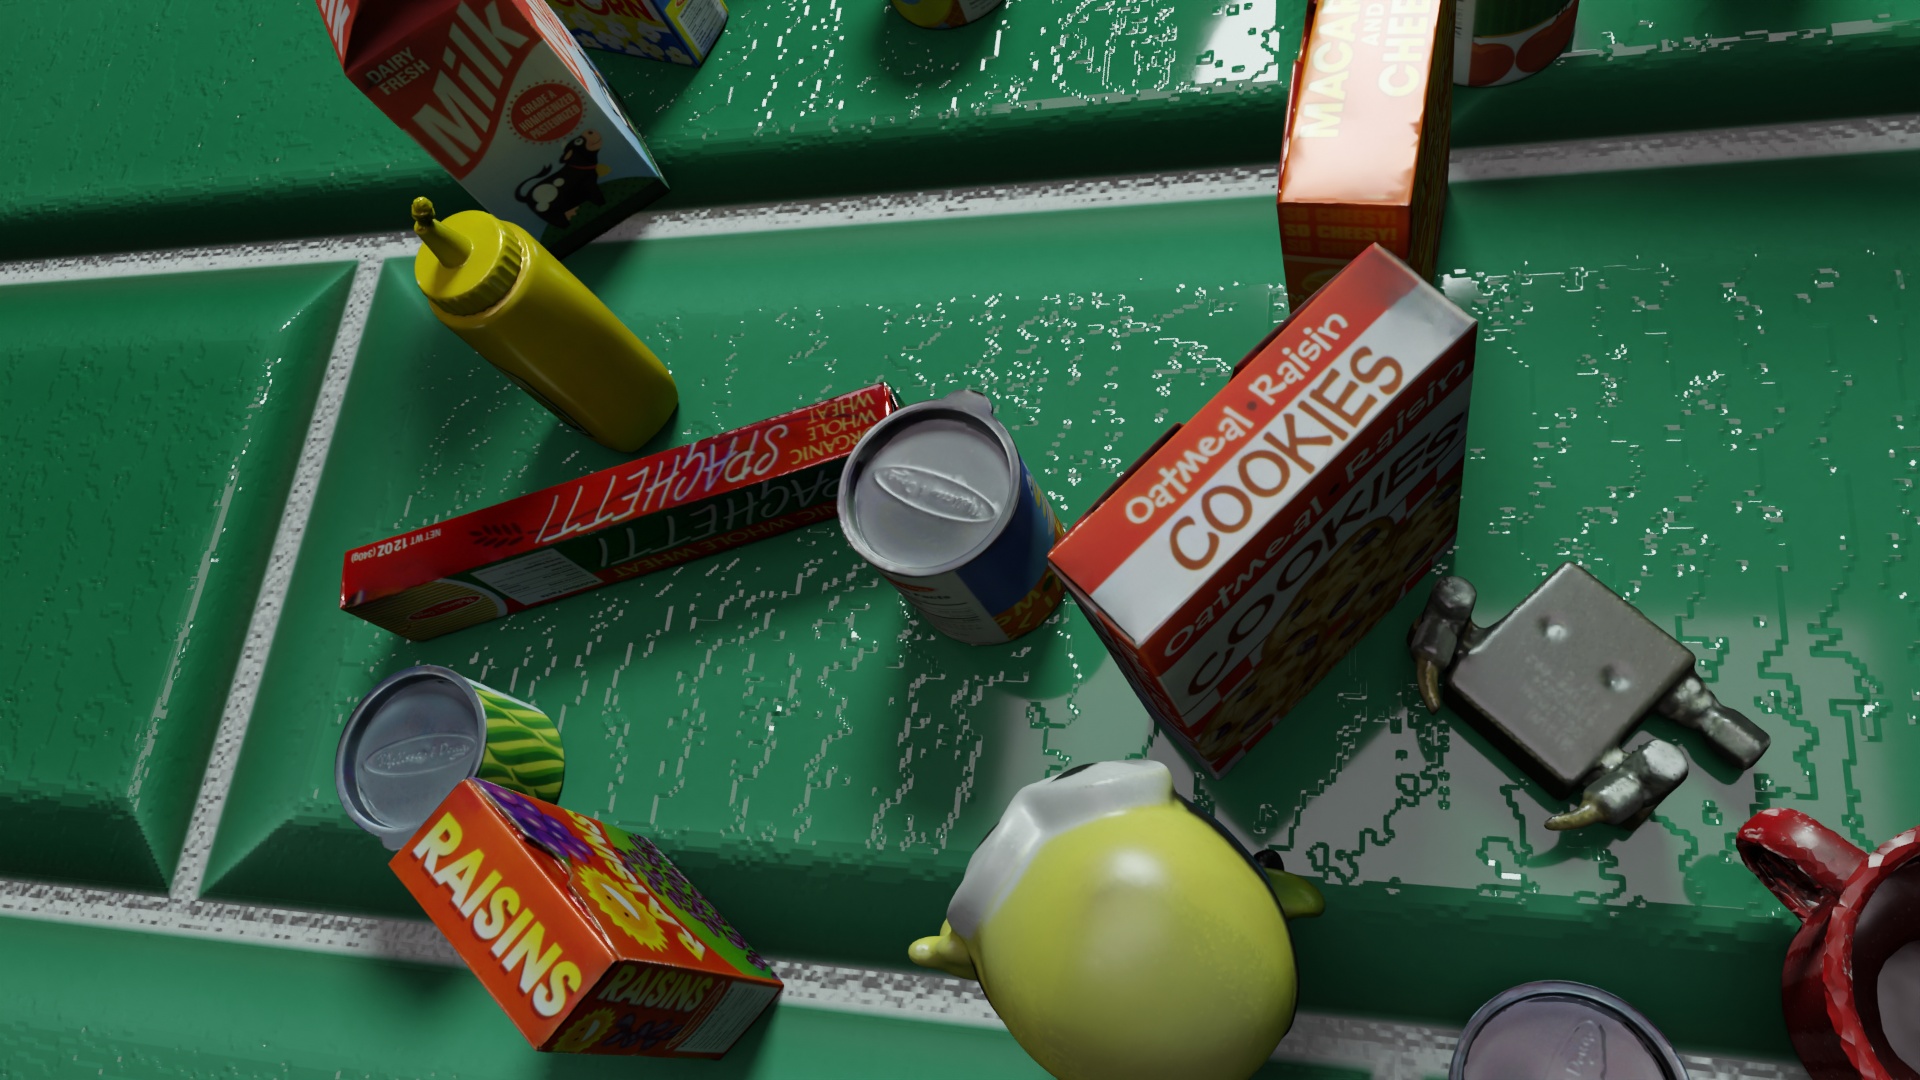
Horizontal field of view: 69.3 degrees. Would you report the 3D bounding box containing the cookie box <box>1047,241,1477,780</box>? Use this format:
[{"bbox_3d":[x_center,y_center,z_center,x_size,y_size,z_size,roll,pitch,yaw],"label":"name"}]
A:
[{"bbox_3d":[0.099,0.002,0.430,0.123,0.167,0.040,-44,63,-3],"label":"cookie box"}]

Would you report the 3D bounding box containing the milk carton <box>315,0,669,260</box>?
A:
[{"bbox_3d":[-0.211,-0.209,0.600,0.073,0.190,0.072,-31,63,4],"label":"milk carton"}]

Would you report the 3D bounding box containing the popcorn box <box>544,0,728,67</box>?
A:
[{"bbox_3d":[-0.188,-0.283,0.683,0.127,0.085,0.038,18,75,23],"label":"popcorn box"}]

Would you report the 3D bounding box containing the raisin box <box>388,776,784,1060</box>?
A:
[{"bbox_3d":[-0.122,0.132,0.471,0.086,0.123,0.040,39,85,27],"label":"raisin box"}]

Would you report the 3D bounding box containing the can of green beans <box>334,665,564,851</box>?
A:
[{"bbox_3d":[-0.201,0.089,0.550,0.071,0.057,0.071,-6,67,15],"label":"can of green beans"}]

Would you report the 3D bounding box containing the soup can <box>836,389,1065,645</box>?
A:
[{"bbox_3d":[0.002,-0.006,0.511,0.071,0.083,0.071,-6,67,15],"label":"soup can"}]

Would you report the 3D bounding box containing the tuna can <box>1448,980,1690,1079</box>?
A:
[{"bbox_3d":[0.182,0.167,0.412,0.071,0.032,0.071,-6,67,15],"label":"tuna can"}]

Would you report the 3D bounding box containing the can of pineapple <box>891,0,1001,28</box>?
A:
[{"bbox_3d":[-0.012,-0.282,0.642,0.071,0.057,0.071,-6,67,15],"label":"can of pineapple"}]

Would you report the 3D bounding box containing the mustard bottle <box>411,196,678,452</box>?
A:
[{"bbox_3d":[-0.173,-0.089,0.557,0.065,0.160,0.049,34,83,26],"label":"mustard bottle"}]

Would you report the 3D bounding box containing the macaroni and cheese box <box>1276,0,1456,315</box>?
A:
[{"bbox_3d":[0.139,-0.117,0.466,0.040,0.166,0.124,7,72,20],"label":"macaroni and cheese box"}]

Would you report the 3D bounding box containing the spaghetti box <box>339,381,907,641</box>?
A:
[{"bbox_3d":[-0.133,-0.008,0.573,0.250,0.050,0.029,-16,65,11],"label":"spaghetti box"}]

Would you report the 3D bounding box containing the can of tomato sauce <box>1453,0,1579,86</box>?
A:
[{"bbox_3d":[0.208,-0.228,0.536,0.071,0.083,0.071,-6,67,15],"label":"can of tomato sauce"}]
